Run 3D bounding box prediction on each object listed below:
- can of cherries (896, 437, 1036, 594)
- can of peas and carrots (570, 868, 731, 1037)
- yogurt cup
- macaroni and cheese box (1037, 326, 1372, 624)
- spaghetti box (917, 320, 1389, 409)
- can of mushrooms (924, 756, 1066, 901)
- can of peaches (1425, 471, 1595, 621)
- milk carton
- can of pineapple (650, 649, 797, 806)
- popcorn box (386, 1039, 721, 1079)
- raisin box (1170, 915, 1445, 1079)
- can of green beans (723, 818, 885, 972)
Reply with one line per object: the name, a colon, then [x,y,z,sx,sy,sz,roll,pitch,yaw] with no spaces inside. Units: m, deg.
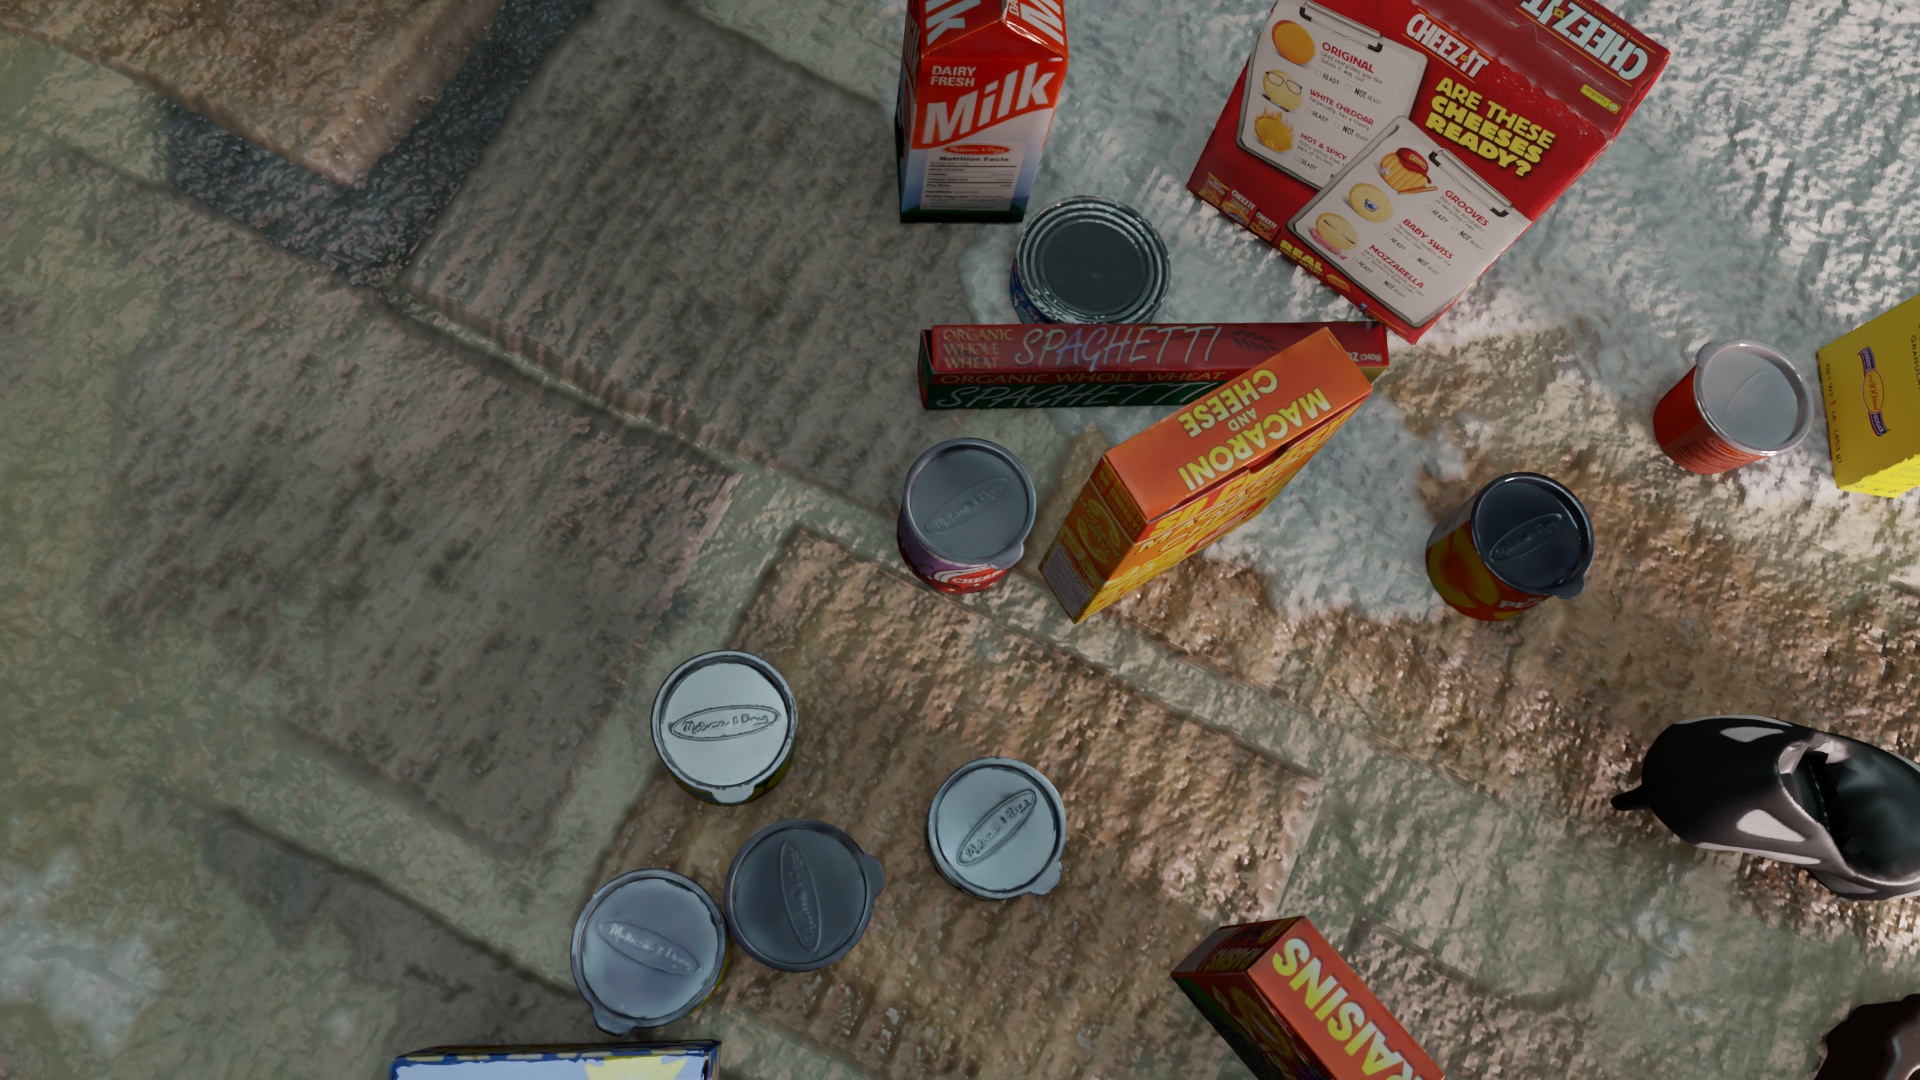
can of cherries: [0.003,-0.009,0.702,0.071,0.058,0.071,2,72,-6]
can of peas and carrots: [-0.138,0.185,0.622,0.071,0.058,0.071,2,72,-6]
yogurt cup: [0.427,-0.071,0.775,0.072,0.053,0.072,2,72,-6]
macaroni and cheese box: [0.110,-0.025,0.663,0.124,0.166,0.040,-30,78,-15]
spaghetti box: [0.102,-0.094,0.746,0.250,0.050,0.029,-2,73,-7]
can of mushrooms: [0.018,0.141,0.668,0.071,0.033,0.071,2,72,-6]
can of peaches: [0.289,0.007,0.731,0.071,0.058,0.071,2,72,-6]
milk carton: [0.009,-0.242,0.710,0.073,0.190,0.072,-1,73,-7]
can of pineapple: [-0.111,0.091,0.656,0.071,0.057,0.071,2,72,-6]
popcorn box: [-0.168,0.234,0.588,0.127,0.085,0.038,1,72,-6]
raisin box: [0.147,0.212,0.612,0.040,0.123,0.086,-38,80,-16]
can of green beans: [-0.074,0.164,0.637,0.071,0.057,0.071,2,72,-6]
